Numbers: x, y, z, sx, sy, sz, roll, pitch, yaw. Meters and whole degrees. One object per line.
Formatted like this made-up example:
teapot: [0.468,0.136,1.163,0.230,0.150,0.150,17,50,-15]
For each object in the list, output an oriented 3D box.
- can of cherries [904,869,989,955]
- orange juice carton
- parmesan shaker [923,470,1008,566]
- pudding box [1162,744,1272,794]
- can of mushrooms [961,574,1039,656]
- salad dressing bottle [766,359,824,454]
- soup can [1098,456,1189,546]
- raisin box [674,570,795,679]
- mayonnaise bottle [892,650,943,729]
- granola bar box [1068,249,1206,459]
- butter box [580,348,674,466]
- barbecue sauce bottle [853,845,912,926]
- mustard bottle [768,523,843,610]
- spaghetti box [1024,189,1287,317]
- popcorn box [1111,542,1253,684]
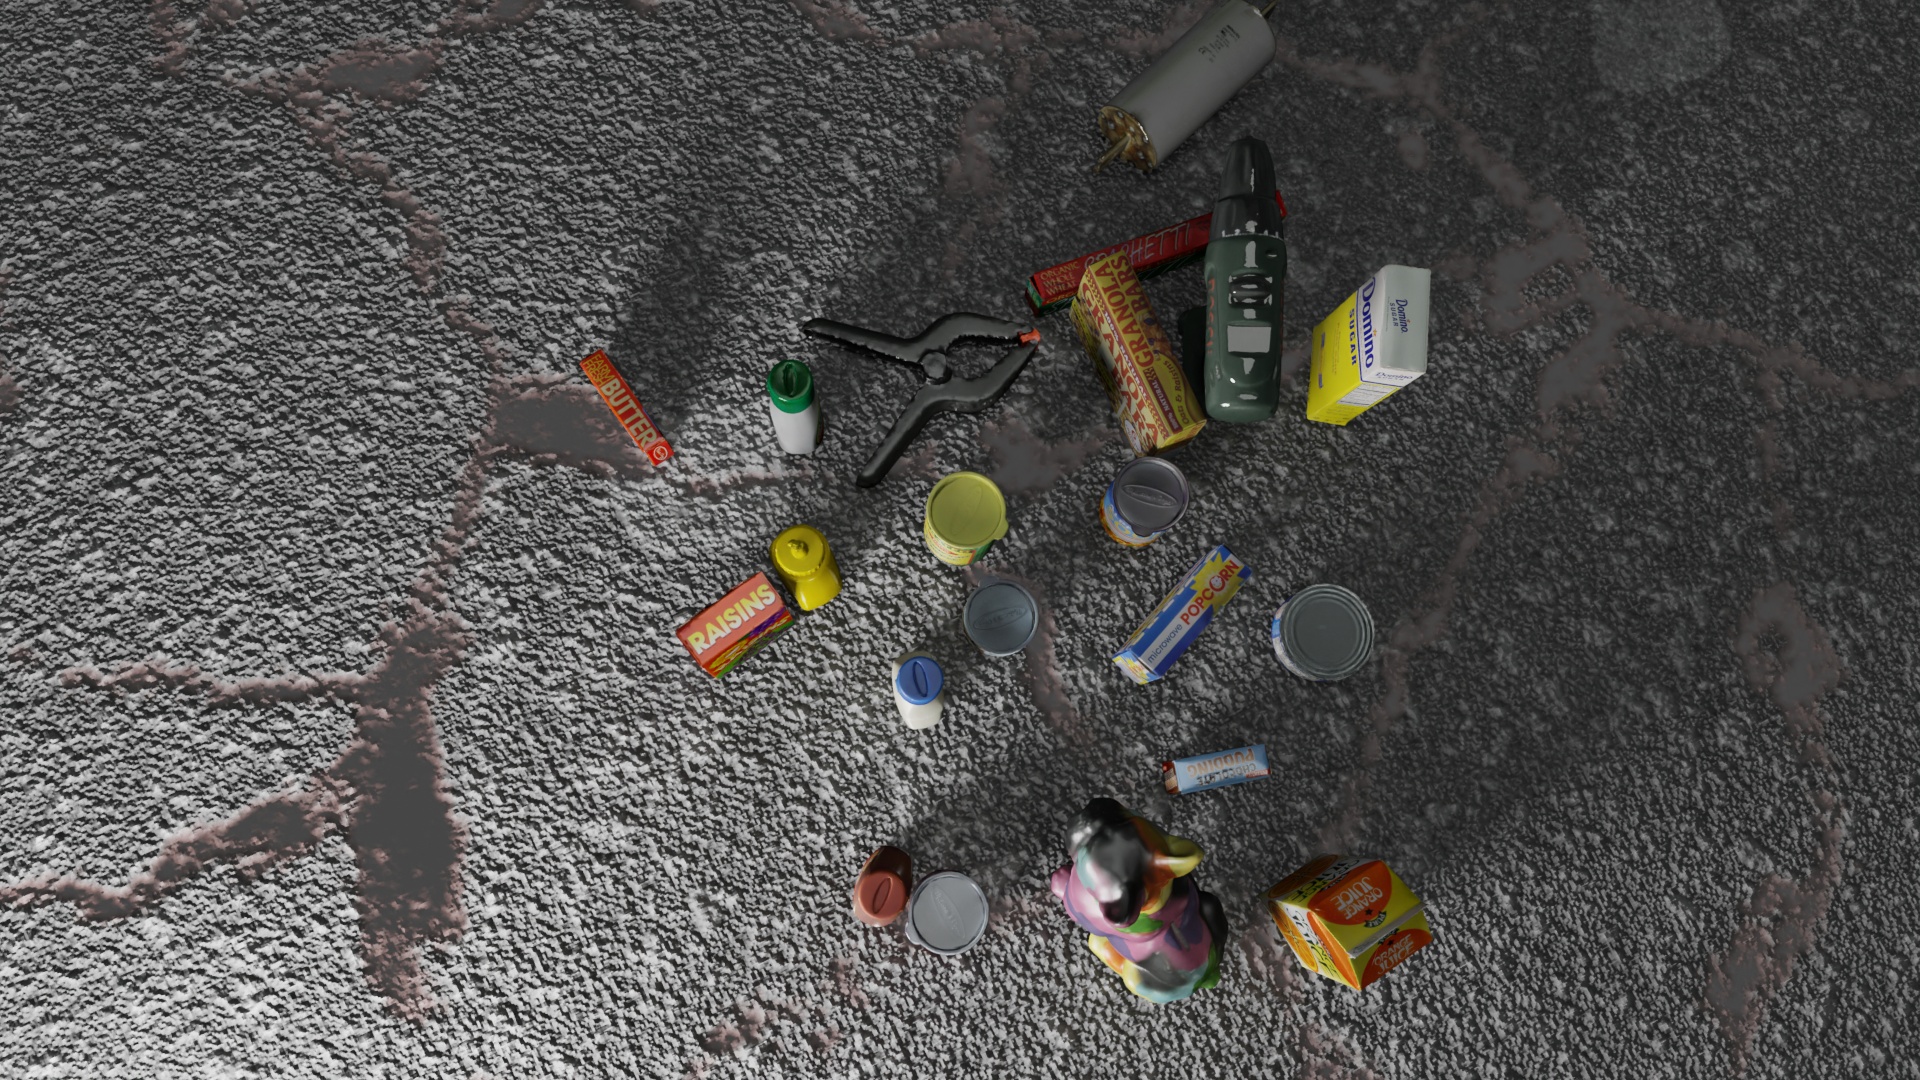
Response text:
can of cherries: [-0.014,0.309,1.159,0.071,0.058,0.071,1,79,-3]
orange juice carton: [0.311,0.303,1.111,0.072,0.192,0.073,-31,83,-8]
parmesan shaker: [0.004,-0.015,1.200,0.071,0.103,0.071,1,80,-3]
pudding box: [0.221,0.198,1.199,0.084,0.049,0.030,-10,80,-5]
can of mushrooms: [0.034,0.066,1.221,0.071,0.033,0.071,1,79,-3]
salad dressing bottle: [-0.141,-0.115,1.188,0.044,0.147,0.064,-4,80,-4]
soup can: [0.159,-0.030,1.222,0.071,0.083,0.071,1,79,-3]
raisin box: [-0.186,0.072,1.161,0.086,0.123,0.040,-36,84,-9]
mayonnaise bottle: [-0.034,0.121,1.148,0.041,0.148,0.065,-14,81,-6]
granola bar box: [0.152,-0.155,1.225,0.039,0.124,0.165,-23,82,-7]
butter box: [-0.294,-0.117,1.227,0.024,0.053,0.103,-36,83,-9]
barbecue sauce bottle: [-0.062,0.280,1.116,0.044,0.148,0.065,24,79,1]
mustard bottle: [-0.130,0.017,1.156,0.049,0.160,0.065,-32,83,-8]
spaghetti box: [0.180,-0.265,1.285,0.250,0.050,0.029,-21,81,-7]
popcorn box: [0.191,0.066,1.205,0.038,0.085,0.127,42,80,5]
